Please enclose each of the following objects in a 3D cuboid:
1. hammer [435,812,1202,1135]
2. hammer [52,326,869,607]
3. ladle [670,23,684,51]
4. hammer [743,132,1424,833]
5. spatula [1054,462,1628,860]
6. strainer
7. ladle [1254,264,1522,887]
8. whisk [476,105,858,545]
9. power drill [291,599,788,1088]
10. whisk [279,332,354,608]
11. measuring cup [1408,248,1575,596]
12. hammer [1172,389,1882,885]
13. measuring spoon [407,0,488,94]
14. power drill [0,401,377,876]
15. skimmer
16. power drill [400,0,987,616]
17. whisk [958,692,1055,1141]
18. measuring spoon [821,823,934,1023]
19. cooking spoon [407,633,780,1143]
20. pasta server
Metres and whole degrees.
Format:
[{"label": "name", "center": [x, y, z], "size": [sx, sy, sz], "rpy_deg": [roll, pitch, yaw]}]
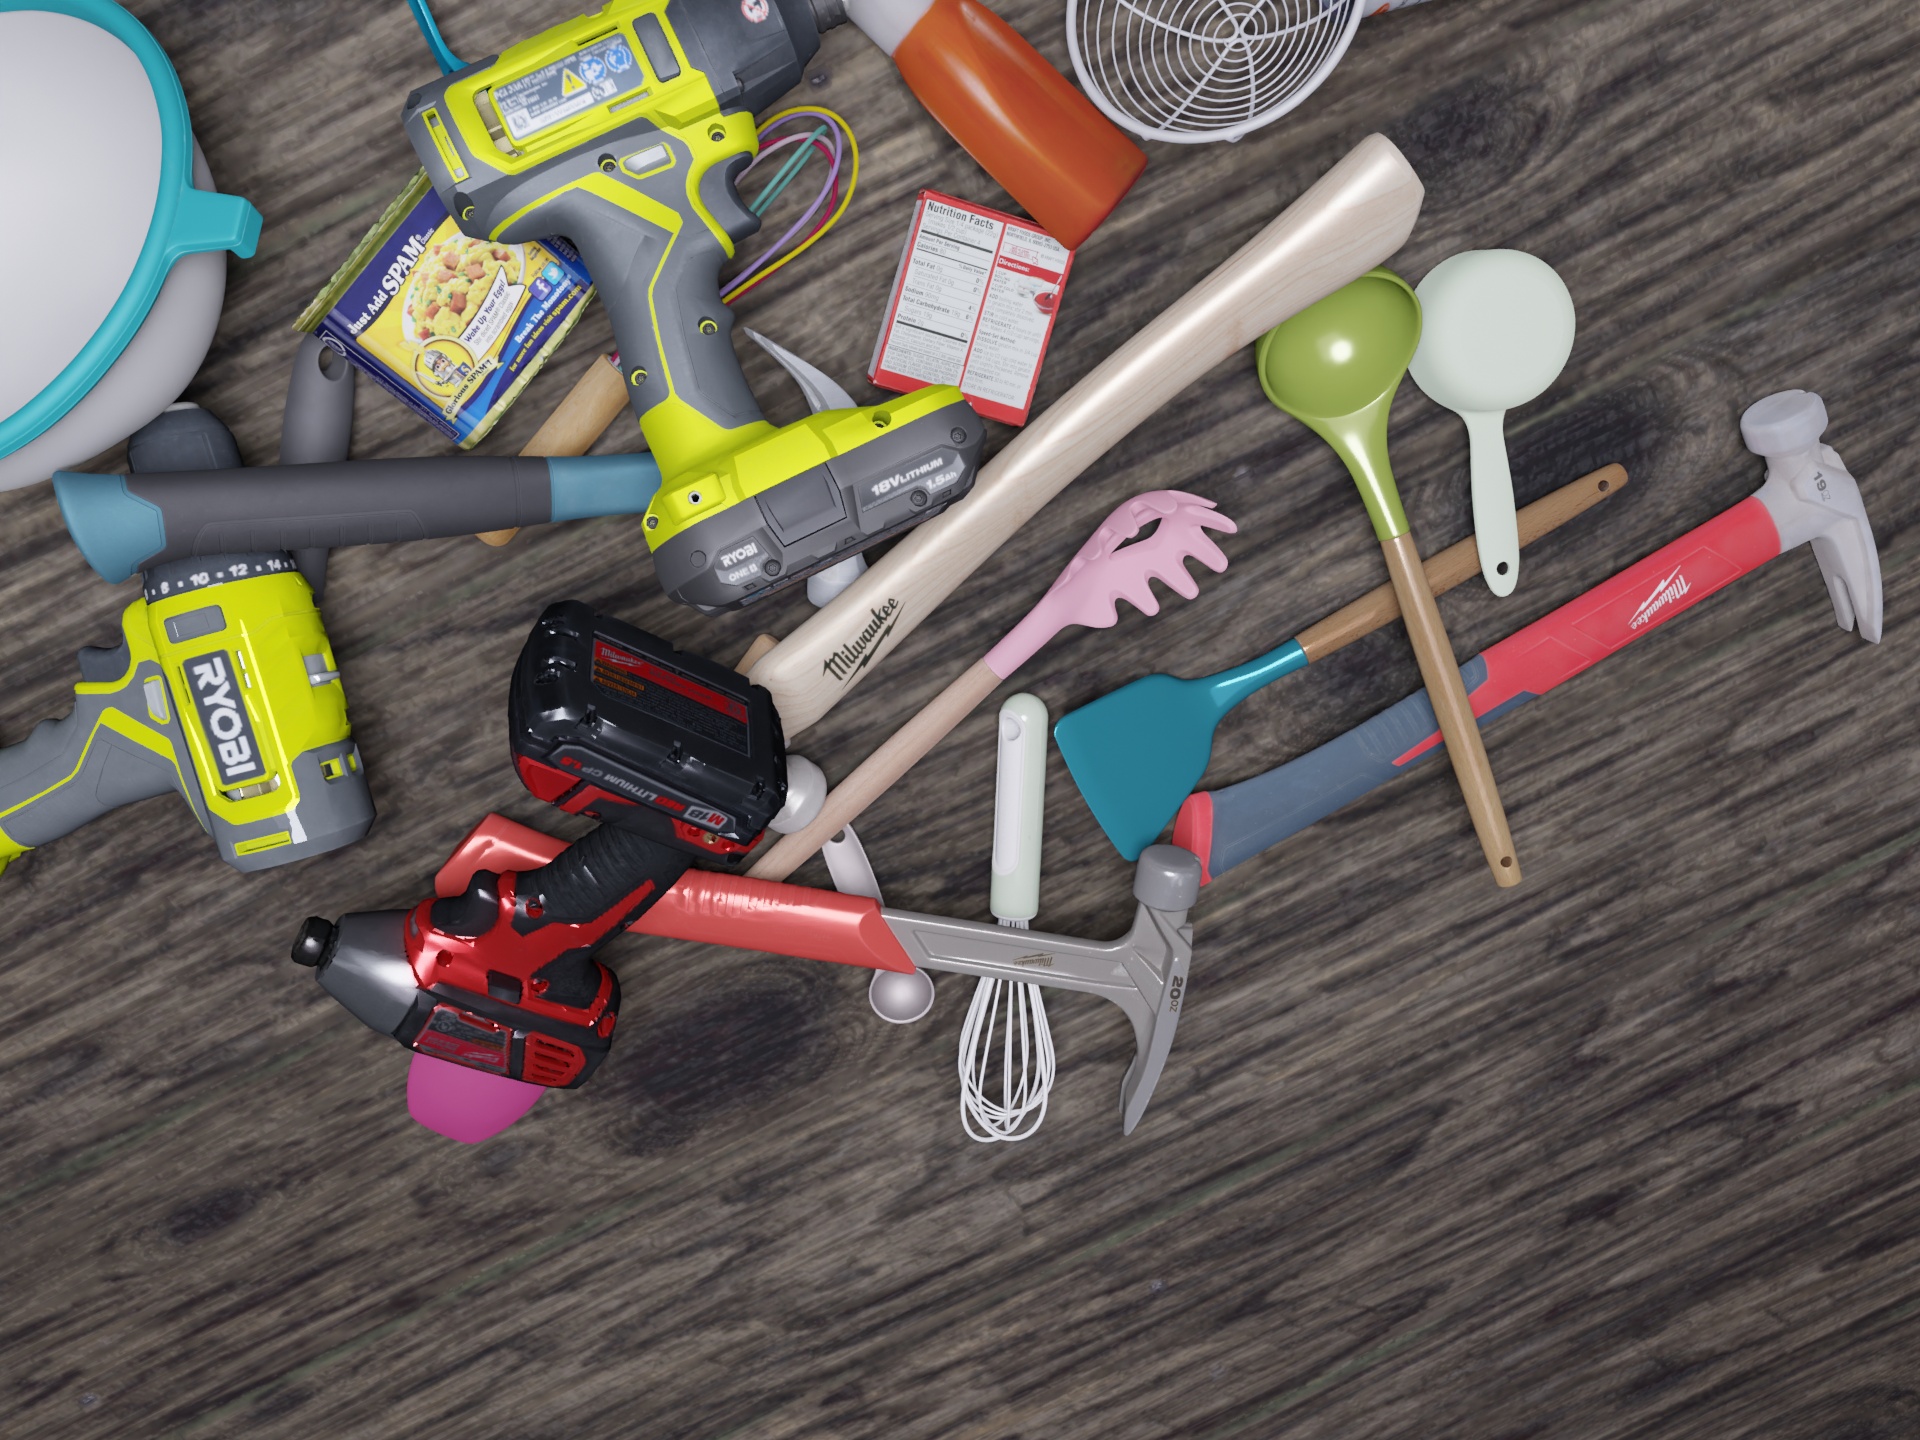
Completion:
[{"label": "hammer", "center": [-0.070, 0.107, 0.770], "size": [0.359, 0.037, 0.149], "rpy_deg": [9, 110, -4]}, {"label": "hammer", "center": [-0.185, -0.093, 0.660], "size": [0.331, 0.033, 0.128], "rpy_deg": [-9, 118, -27]}, {"label": "ladle", "center": [-0.066, -0.322, 0.623], "size": [0.315, 0.031, 0.069], "rpy_deg": [-40, 101, 19]}, {"label": "hammer", "center": [0.020, -0.108, 0.693], "size": [0.410, 0.038, 0.146], "rpy_deg": [-40, 136, 13]}, {"label": "spatula", "center": [0.196, -0.044, 0.793], "size": [0.317, 0.044, 0.082], "rpy_deg": [-30, 102, 1]}, {"label": "strainer", "center": [-0.411, -0.126, 0.614], "size": [0.340, 0.095, 0.211], "rpy_deg": [-42, 70, 1]}, {"label": "ladle", "center": [0.218, -0.062, 0.756], "size": [0.078, 0.062, 0.320], "rpy_deg": [-21, 101, 5]}, {"label": "whisk", "center": [-0.133, -0.168, 0.699], "size": [0.047, 0.051, 0.245], "rpy_deg": [38, 103, -25]}, {"label": "power drill", "center": [-0.180, 0.064, 0.676], "size": [0.143, 0.079, 0.219], "rpy_deg": [25, 119, -26]}, {"label": "whisk", "center": [-0.294, -0.057, 0.711], "size": [0.055, 0.055, 0.239], "rpy_deg": [9, 103, -12]}, {"label": "measuring cup", "center": [0.259, -0.140, 0.759], "size": [0.083, 0.038, 0.167], "rpy_deg": [-10, 101, -6]}, {"label": "hammer", "center": [0.289, -0.011, 0.822], "size": [0.386, 0.038, 0.143], "rpy_deg": [-31, 113, 2]}, {"label": "measuring spoon", "center": [-0.212, -0.292, 0.650], "size": [0.021, 0.042, 0.128], "rpy_deg": [-28, 105, -18]}, {"label": "power drill", "center": [-0.376, -0.016, 0.668], "size": [0.228, 0.080, 0.190], "rpy_deg": [-14, 96, 6]}, {"label": "skimmer", "center": [0.003, -0.373, 0.621], "size": [0.363, 0.090, 0.127], "rpy_deg": [35, 104, -18]}, {"label": "power drill", "center": [-0.086, -0.168, 0.611], "size": [0.171, 0.080, 0.223], "rpy_deg": [-26, 94, -4]}, {"label": "whisk", "center": [0.026, 0.105, 0.819], "size": [0.059, 0.058, 0.246], "rpy_deg": [-11, 110, -42]}, {"label": "measuring spoon", "center": [-0.046, 0.100, 0.823], "size": [0.034, 0.018, 0.124], "rpy_deg": [-20, 104, 4]}, {"label": "cooking spoon", "center": [-0.180, 0.088, 0.792], "size": [0.068, 0.017, 0.319], "rpy_deg": [31, 102, -19]}, {"label": "pasta server", "center": [-0.001, -0.002, 0.769], "size": [0.316, 0.040, 0.060], "rpy_deg": [-42, 137, 11]}]
